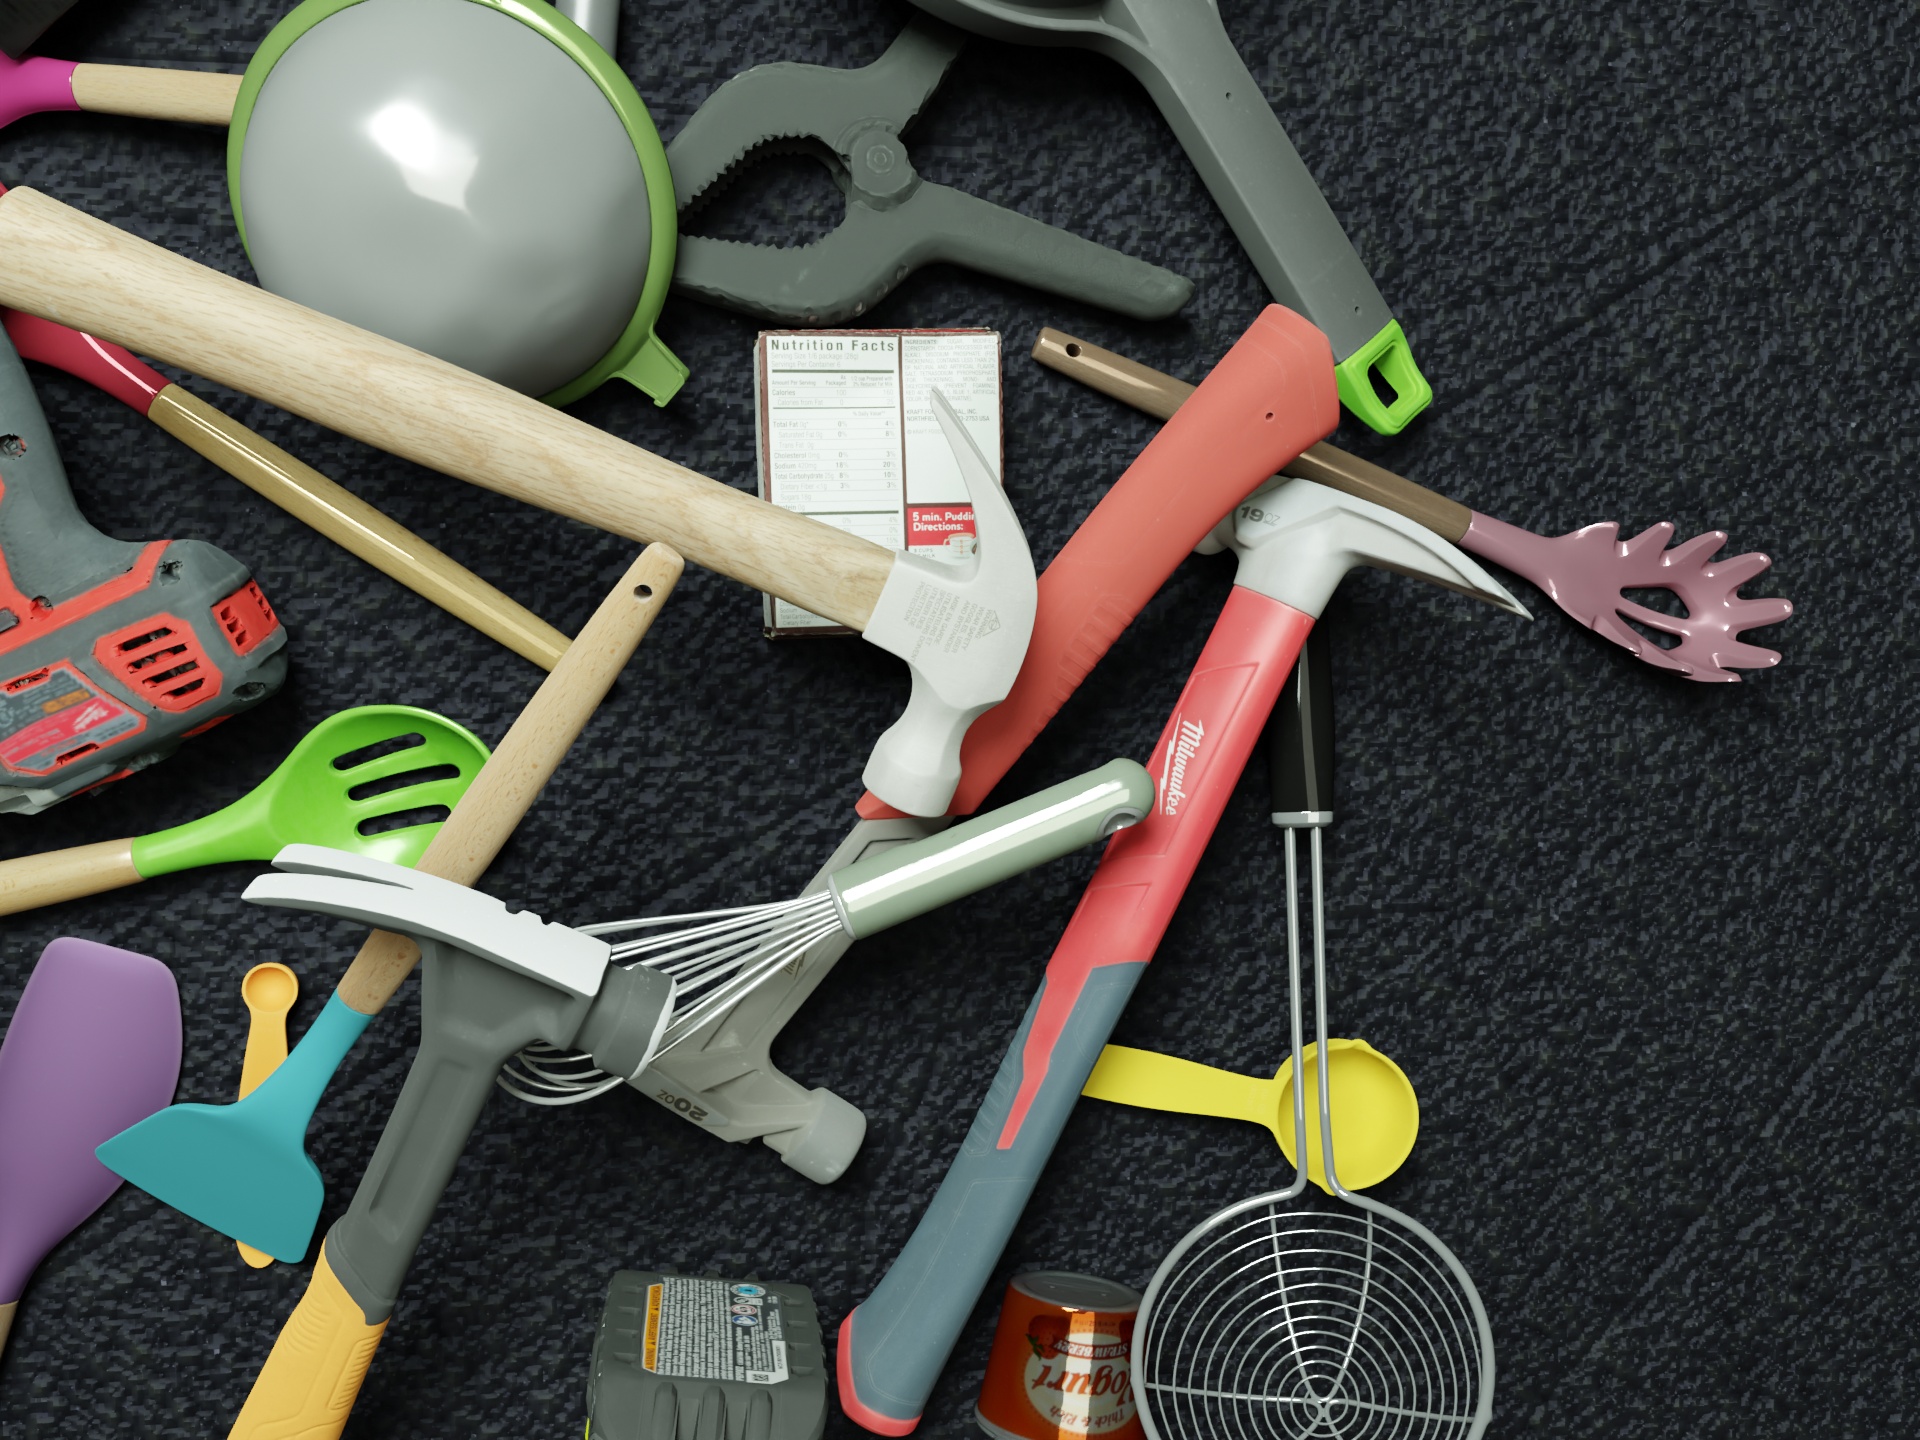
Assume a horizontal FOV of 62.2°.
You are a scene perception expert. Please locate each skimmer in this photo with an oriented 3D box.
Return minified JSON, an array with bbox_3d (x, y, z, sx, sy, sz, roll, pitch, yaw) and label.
[{"bbox_3d":[0.122,0.096,0.578,0.127,0.090,0.363,-3,85,22],"label":"skimmer"}]

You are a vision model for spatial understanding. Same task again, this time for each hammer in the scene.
[{"bbox_3d":[-0.130,-0.084,0.495,0.331,0.031,0.130,22,107,-10],"label":"hammer"},{"bbox_3d":[0.061,0.097,0.582,0.038,0.143,0.386,20,96,-49],"label":"hammer"},{"bbox_3d":[-0.001,-0.002,0.568,0.149,0.037,0.359,37,98,-14],"label":"hammer"},{"bbox_3d":[-0.215,0.197,0.529,0.127,0.034,0.336,24,110,-10],"label":"hammer"}]

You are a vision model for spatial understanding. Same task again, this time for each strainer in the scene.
[{"bbox_3d":[-0.171,-0.205,0.489,0.151,0.069,0.256,1,121,0],"label":"strainer"}]

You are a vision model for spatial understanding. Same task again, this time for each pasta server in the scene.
[{"bbox_3d":[0.176,-0.088,0.621,0.316,0.040,0.060,22,78,-8],"label":"pasta server"}]

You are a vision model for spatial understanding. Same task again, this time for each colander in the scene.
[{"bbox_3d":[0.076,-0.275,0.539,0.204,0.094,0.397,-42,104,-25],"label":"colander"}]

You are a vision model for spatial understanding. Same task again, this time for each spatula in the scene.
[{"bbox_3d":[-0.353,0.232,0.573,0.059,0.018,0.316,20,90,-16],"label":"spatula"},{"bbox_3d":[-0.184,0.067,0.526,0.082,0.044,0.317,35,103,-13],"label":"spatula"}]

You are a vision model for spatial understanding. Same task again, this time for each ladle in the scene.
[{"bbox_3d":[-0.258,-0.099,0.561,0.315,0.031,0.069,34,97,-11],"label":"ladle"}]

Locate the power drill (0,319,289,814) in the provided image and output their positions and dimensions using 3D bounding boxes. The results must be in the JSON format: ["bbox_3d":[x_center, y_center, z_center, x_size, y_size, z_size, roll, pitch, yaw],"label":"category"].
[{"bbox_3d":[-0.354,-0.067,0.512,0.188,0.080,0.226,-24,110,2],"label":"power drill"}]

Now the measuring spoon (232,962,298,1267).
[{"bbox_3d":[-0.256,0.145,0.588,0.021,0.011,0.117,5,97,-6],"label":"measuring spoon"}]

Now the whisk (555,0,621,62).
[{"bbox_3d":[-0.131,-0.261,0.559,0.055,0.055,0.239,6,97,-9],"label":"whisk"}]

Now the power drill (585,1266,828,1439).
[{"bbox_3d":[-0.099,0.321,0.543,0.080,0.171,0.223,8,90,-9],"label":"power drill"}]

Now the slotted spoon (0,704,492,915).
[{"bbox_3d":[-0.316,0.052,0.562,0.313,0.031,0.070,-13,110,-5],"label":"slotted spoon"}]

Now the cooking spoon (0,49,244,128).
[{"bbox_3d":[-0.272,-0.213,0.539,0.319,0.017,0.069,5,93,-1],"label":"cooking spoon"}]

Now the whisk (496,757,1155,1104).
[{"bbox_3d":[-0.048,0.066,0.543,0.246,0.057,0.059,-22,61,-4],"label":"whisk"}]

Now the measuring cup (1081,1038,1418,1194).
[{"bbox_3d":[0.103,0.147,0.638,0.156,0.029,0.062,10,89,3],"label":"measuring cup"}]
